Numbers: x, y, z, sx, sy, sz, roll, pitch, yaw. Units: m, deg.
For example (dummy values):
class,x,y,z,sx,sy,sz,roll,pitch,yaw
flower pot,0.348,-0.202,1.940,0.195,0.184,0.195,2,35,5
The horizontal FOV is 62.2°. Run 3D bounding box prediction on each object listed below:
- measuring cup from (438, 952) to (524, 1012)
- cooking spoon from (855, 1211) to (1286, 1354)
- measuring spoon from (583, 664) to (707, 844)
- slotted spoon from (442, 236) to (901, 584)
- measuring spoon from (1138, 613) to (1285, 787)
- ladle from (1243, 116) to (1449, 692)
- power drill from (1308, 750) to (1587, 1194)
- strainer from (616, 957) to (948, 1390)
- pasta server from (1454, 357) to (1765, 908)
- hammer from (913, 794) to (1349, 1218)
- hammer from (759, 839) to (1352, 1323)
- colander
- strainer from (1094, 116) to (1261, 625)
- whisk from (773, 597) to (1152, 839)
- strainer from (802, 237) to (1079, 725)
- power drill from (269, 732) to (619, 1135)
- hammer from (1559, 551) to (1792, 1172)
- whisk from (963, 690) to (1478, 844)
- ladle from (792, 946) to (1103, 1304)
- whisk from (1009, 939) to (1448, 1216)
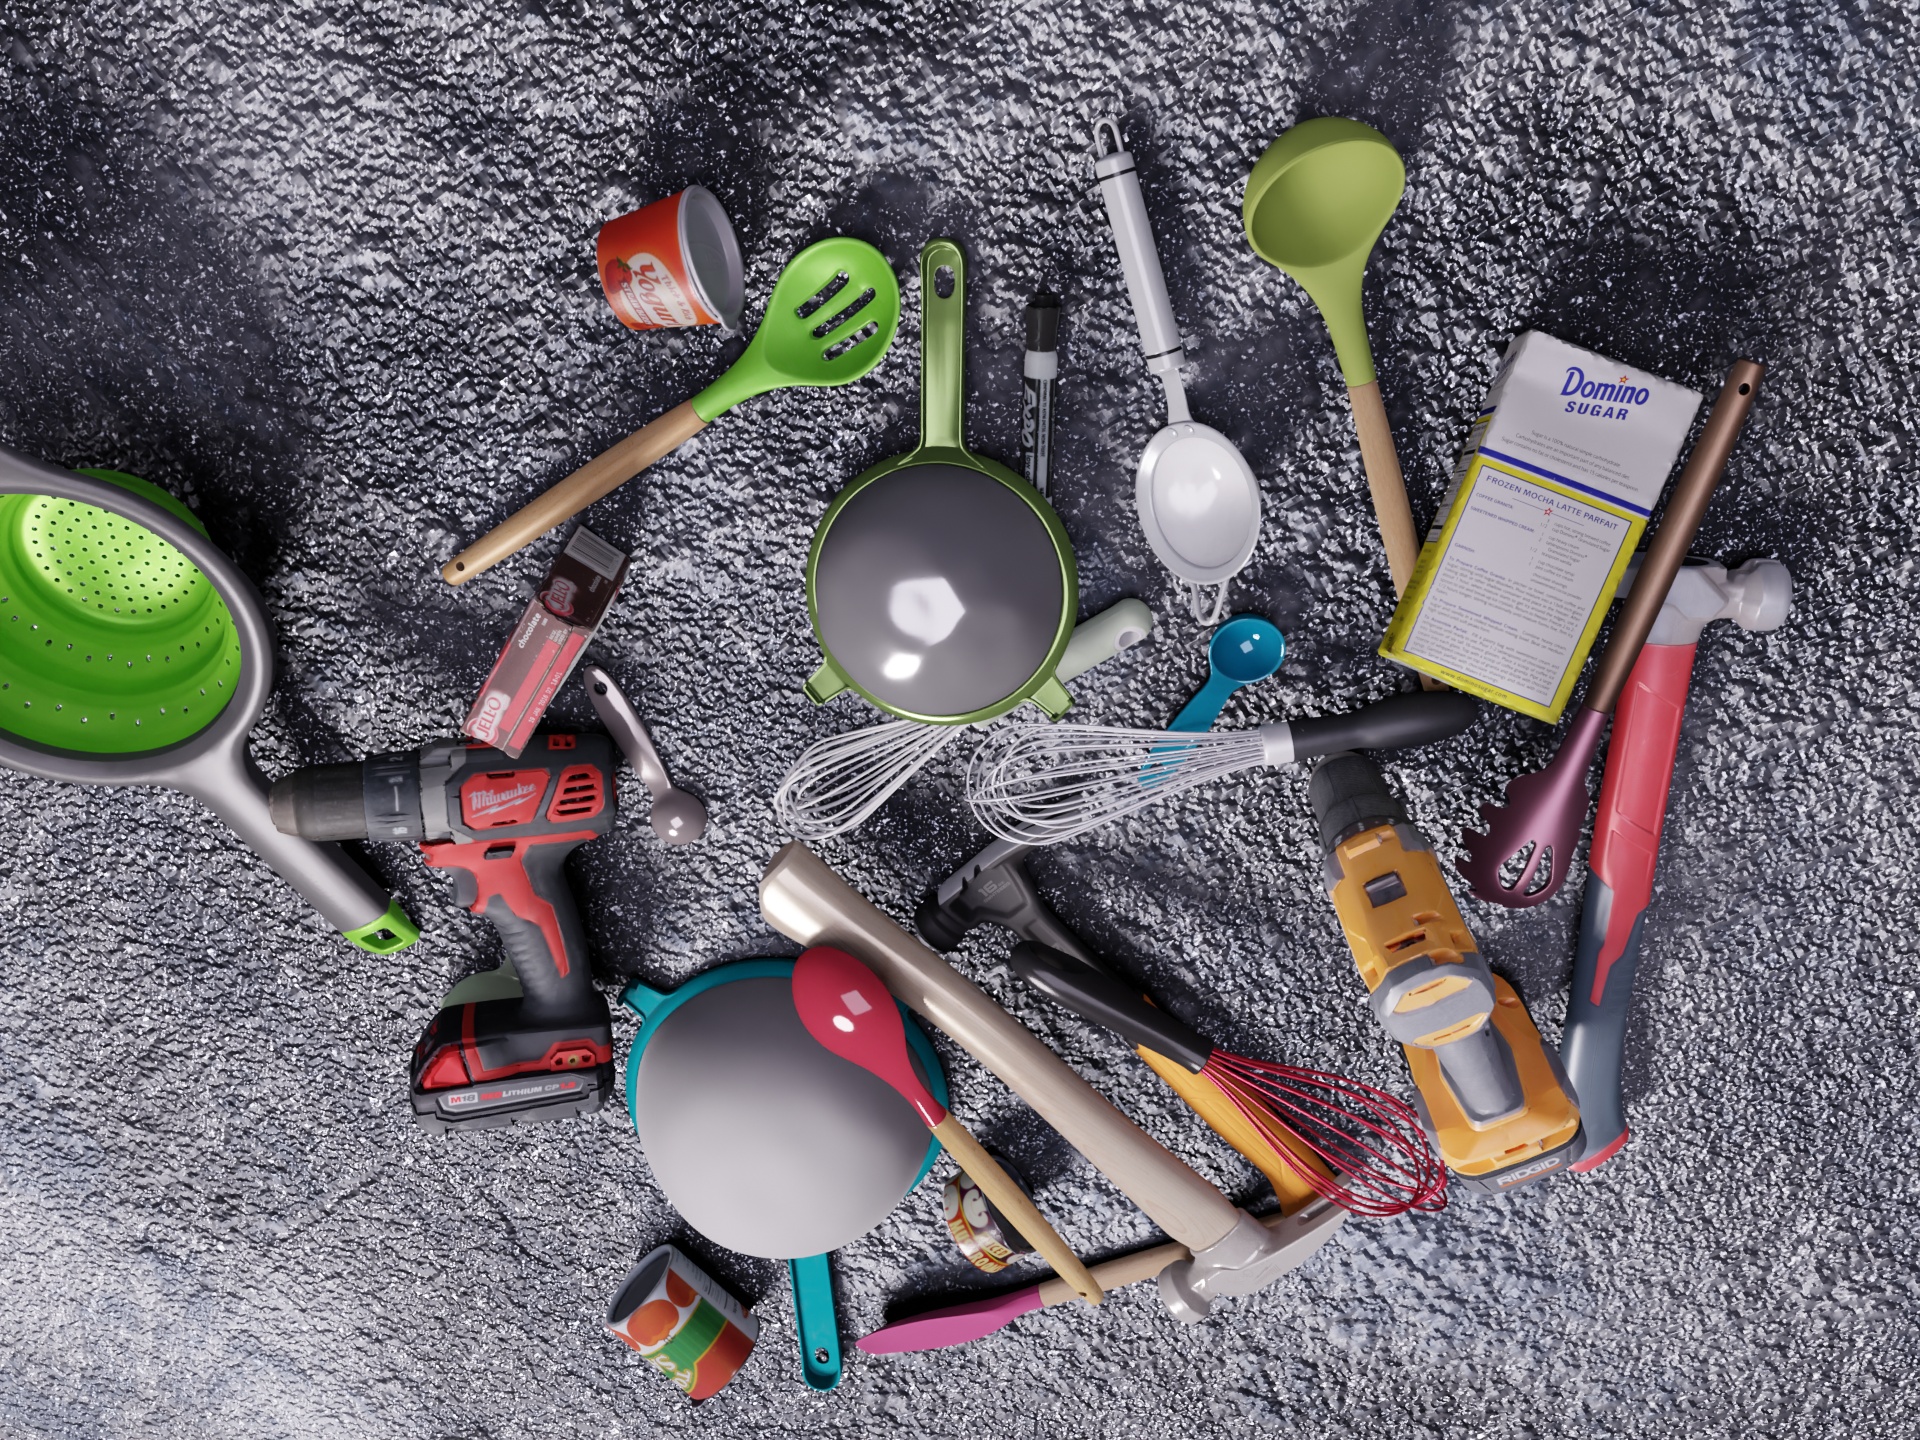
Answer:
class,x,y,z,sx,sy,sz,roll,pitch,yaw
measuring cup,-0.283,0.164,0.994,0.083,0.038,0.167,20,116,-4
cooking spoon,0.079,0.377,1.064,0.319,0.017,0.068,-20,142,11
measuring spoon,-0.190,0.023,0.936,0.034,0.018,0.124,-23,109,14
slotted spoon,-0.161,-0.155,0.853,0.314,0.031,0.070,-29,91,18
measuring spoon,0.136,-0.012,0.899,0.042,0.021,0.128,24,122,-14
ladle,0.213,-0.145,0.811,0.078,0.062,0.320,-18,113,8
power drill,0.261,0.136,0.886,0.084,0.186,0.226,-26,128,13
strainer,-0.111,0.320,1.017,0.211,0.095,0.340,-2,112,6
pasta server,0.339,-0.034,0.826,0.060,0.040,0.316,17,110,0
hammer,0.130,0.194,0.976,0.127,0.034,0.336,-40,105,20
hammer,0.051,0.206,0.952,0.410,0.038,0.146,42,115,-13
colander,-0.439,-0.013,0.915,0.204,0.095,0.396,-23,128,11
strainer,0.110,-0.177,0.813,0.087,0.050,0.258,4,116,52
whisk,-0.001,-0.003,0.898,0.246,0.059,0.057,-29,145,12
strainer,-0.016,-0.115,0.817,0.151,0.069,0.256,4,105,12
power drill,-0.290,0.118,0.921,0.188,0.080,0.226,-4,105,-15
hammer,0.361,0.092,0.910,0.143,0.038,0.386,2,113,5
whisk,0.141,0.018,0.874,0.284,0.070,0.070,-10,112,5
ladle,0.000,0.254,0.956,0.069,0.031,0.315,-19,119,36
whisk,0.159,0.206,0.928,0.296,0.073,0.073,30,113,-2
